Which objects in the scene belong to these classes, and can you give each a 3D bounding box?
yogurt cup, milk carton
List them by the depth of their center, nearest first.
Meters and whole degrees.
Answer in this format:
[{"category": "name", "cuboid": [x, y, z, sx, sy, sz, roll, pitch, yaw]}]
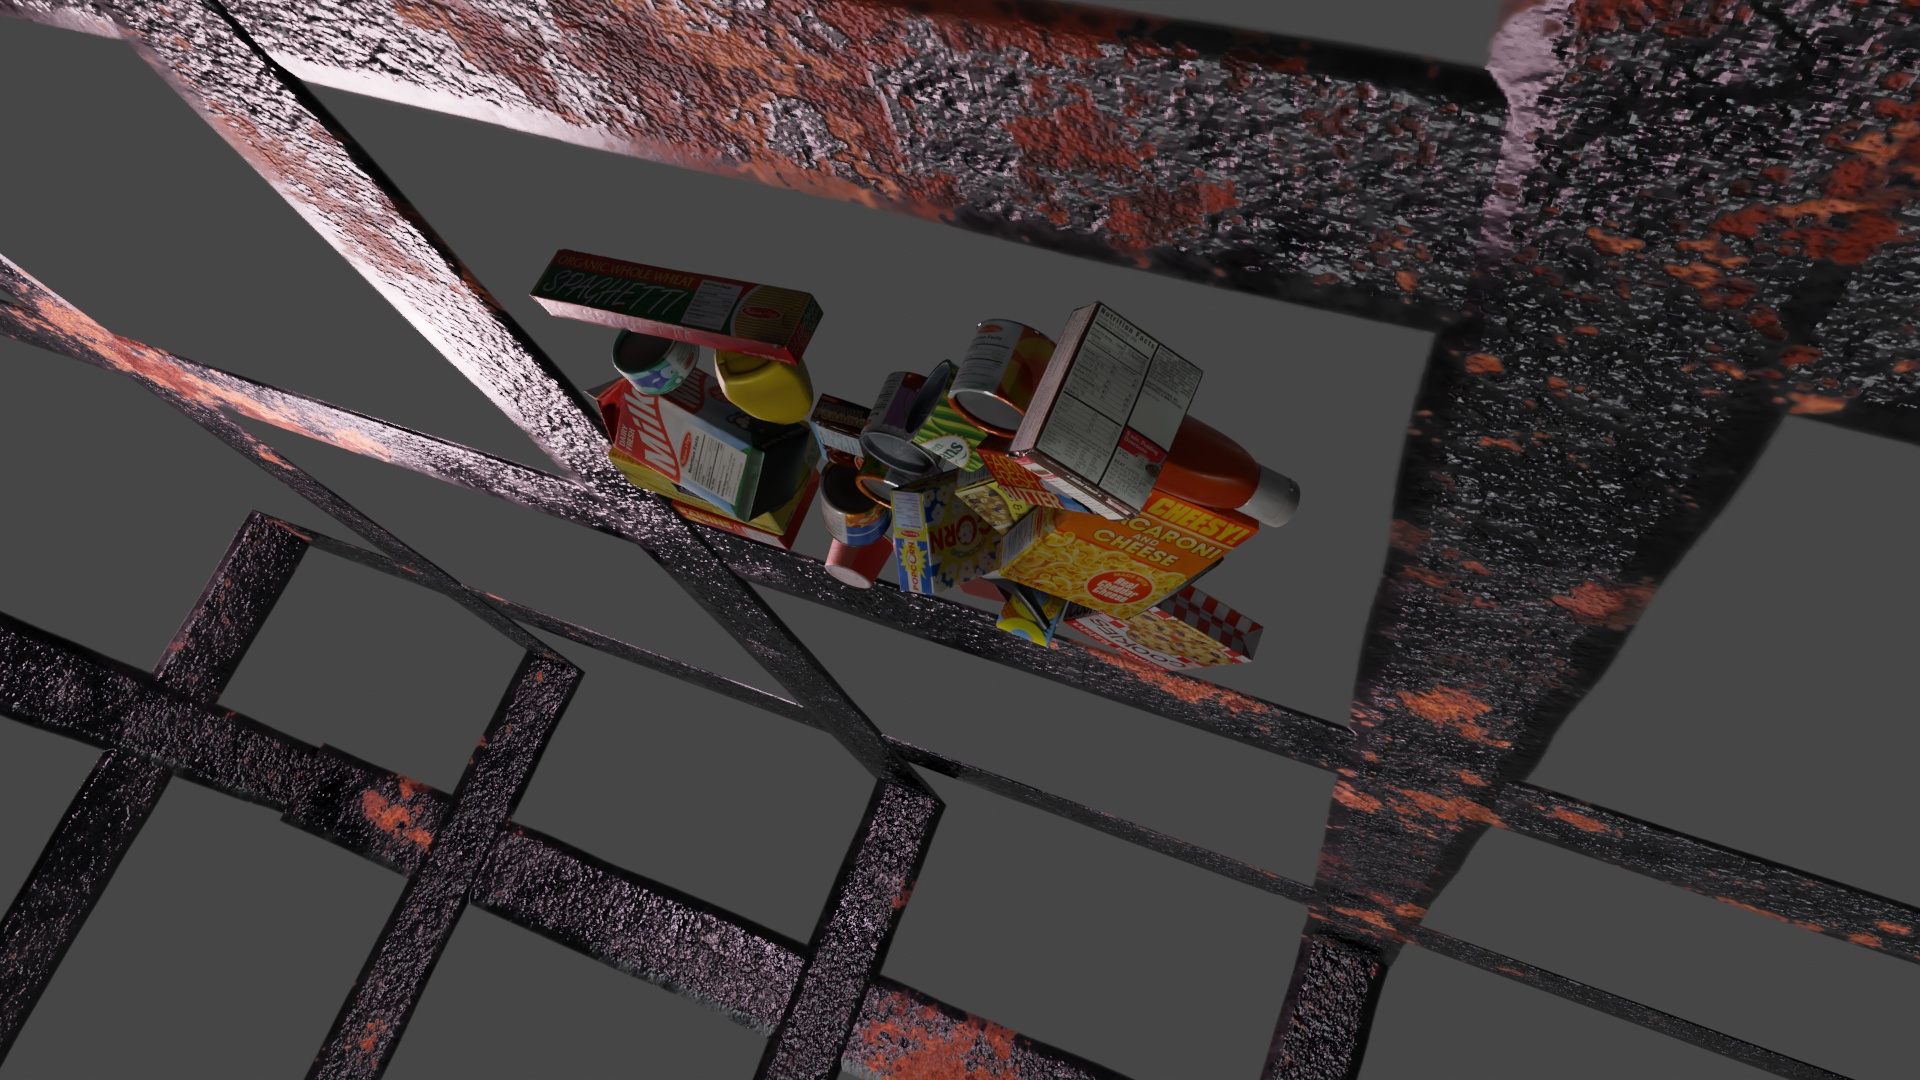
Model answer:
[{"category": "milk carton", "cuboid": [-0.233, -0.098, 1.209, 0.191, 0.073, 0.073, 28, 121, 17]}, {"category": "yogurt cup", "cuboid": [-0.111, 0.016, 1.496, 0.072, 0.054, 0.072, 20, 161, 7]}]

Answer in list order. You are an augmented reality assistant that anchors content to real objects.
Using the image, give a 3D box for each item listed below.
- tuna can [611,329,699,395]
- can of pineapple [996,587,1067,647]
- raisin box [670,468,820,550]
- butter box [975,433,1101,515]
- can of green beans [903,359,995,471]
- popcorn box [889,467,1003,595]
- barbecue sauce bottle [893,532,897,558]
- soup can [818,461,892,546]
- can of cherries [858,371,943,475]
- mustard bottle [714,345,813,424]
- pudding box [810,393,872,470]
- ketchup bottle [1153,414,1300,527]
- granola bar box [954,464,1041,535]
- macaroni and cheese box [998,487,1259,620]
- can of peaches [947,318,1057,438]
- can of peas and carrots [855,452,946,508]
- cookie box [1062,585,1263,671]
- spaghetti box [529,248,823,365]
[{"category": "tuna can", "cuboid": [-0.256, -0.157, 1.157, 0.071, 0.071, 0.032, 12, 158, 29]}, {"category": "can of pineapple", "cuboid": [0.074, 0.067, 1.398, 0.058, 0.071, 0.070, 22, 162, 4]}, {"category": "raisin box", "cuboid": [-0.212, -0.049, 1.380, 0.123, 0.086, 0.040, 17, 162, 18]}, {"category": "butter box", "cuboid": [0.059, -0.049, 0.973, 0.103, 0.024, 0.053, 13, 144, 53]}, {"category": "can of green beans", "cuboid": [-0.001, -0.092, 1.035, 0.058, 0.071, 0.071, 29, 161, -18]}, {"category": "popcorn box", "cuboid": [0.004, -0.014, 1.123, 0.038, 0.085, 0.127, 9, -160, 43]}, {"category": "barbecue sauce bottle", "cuboid": [-0.038, -0.002, 1.376, 0.065, 0.044, 0.148, 18, 161, 13]}, {"category": "soup can", "cuboid": [-0.096, -0.040, 1.306, 0.071, 0.071, 0.083, 21, 161, 5]}, {"category": "can of cherries", "cuboid": [-0.036, -0.091, 1.095, 0.071, 0.058, 0.071, 20, 161, 8]}, {"category": "mustard bottle", "cuboid": [-0.152, -0.126, 1.130, 0.065, 0.049, 0.160, -17, 168, 3]}, {"category": "pudding box", "cuboid": [-0.099, -0.092, 1.213, 0.050, 0.030, 0.083, 18, 162, 10]}, {"category": "ketchup bottle", "cuboid": [0.167, -0.053, 0.960, 0.149, 0.065, 0.043, 23, 135, -20]}, {"category": "granola bar box", "cuboid": [0.092, -0.026, 1.093, 0.124, 0.039, 0.165, -16, 142, 32]}, {"category": "macaroni and cheese box", "cuboid": [0.123, -0.005, 1.045, 0.124, 0.040, 0.165, 20, 145, -23]}, {"category": "can of peaches", "cuboid": [0.033, -0.109, 0.959, 0.071, 0.058, 0.071, 21, 161, 8]}, {"category": "can of peas and carrots", "cuboid": [-0.051, -0.062, 1.193, 0.071, 0.059, 0.070, 21, 161, 8]}, {"category": "cookie box", "cuboid": [0.191, 0.081, 1.340, 0.123, 0.040, 0.167, 29, 161, -17]}, {"category": "spaghetti box", "cuboid": [-0.222, -0.183, 1.070, 0.250, 0.050, 0.028, 14, 158, 25]}]
